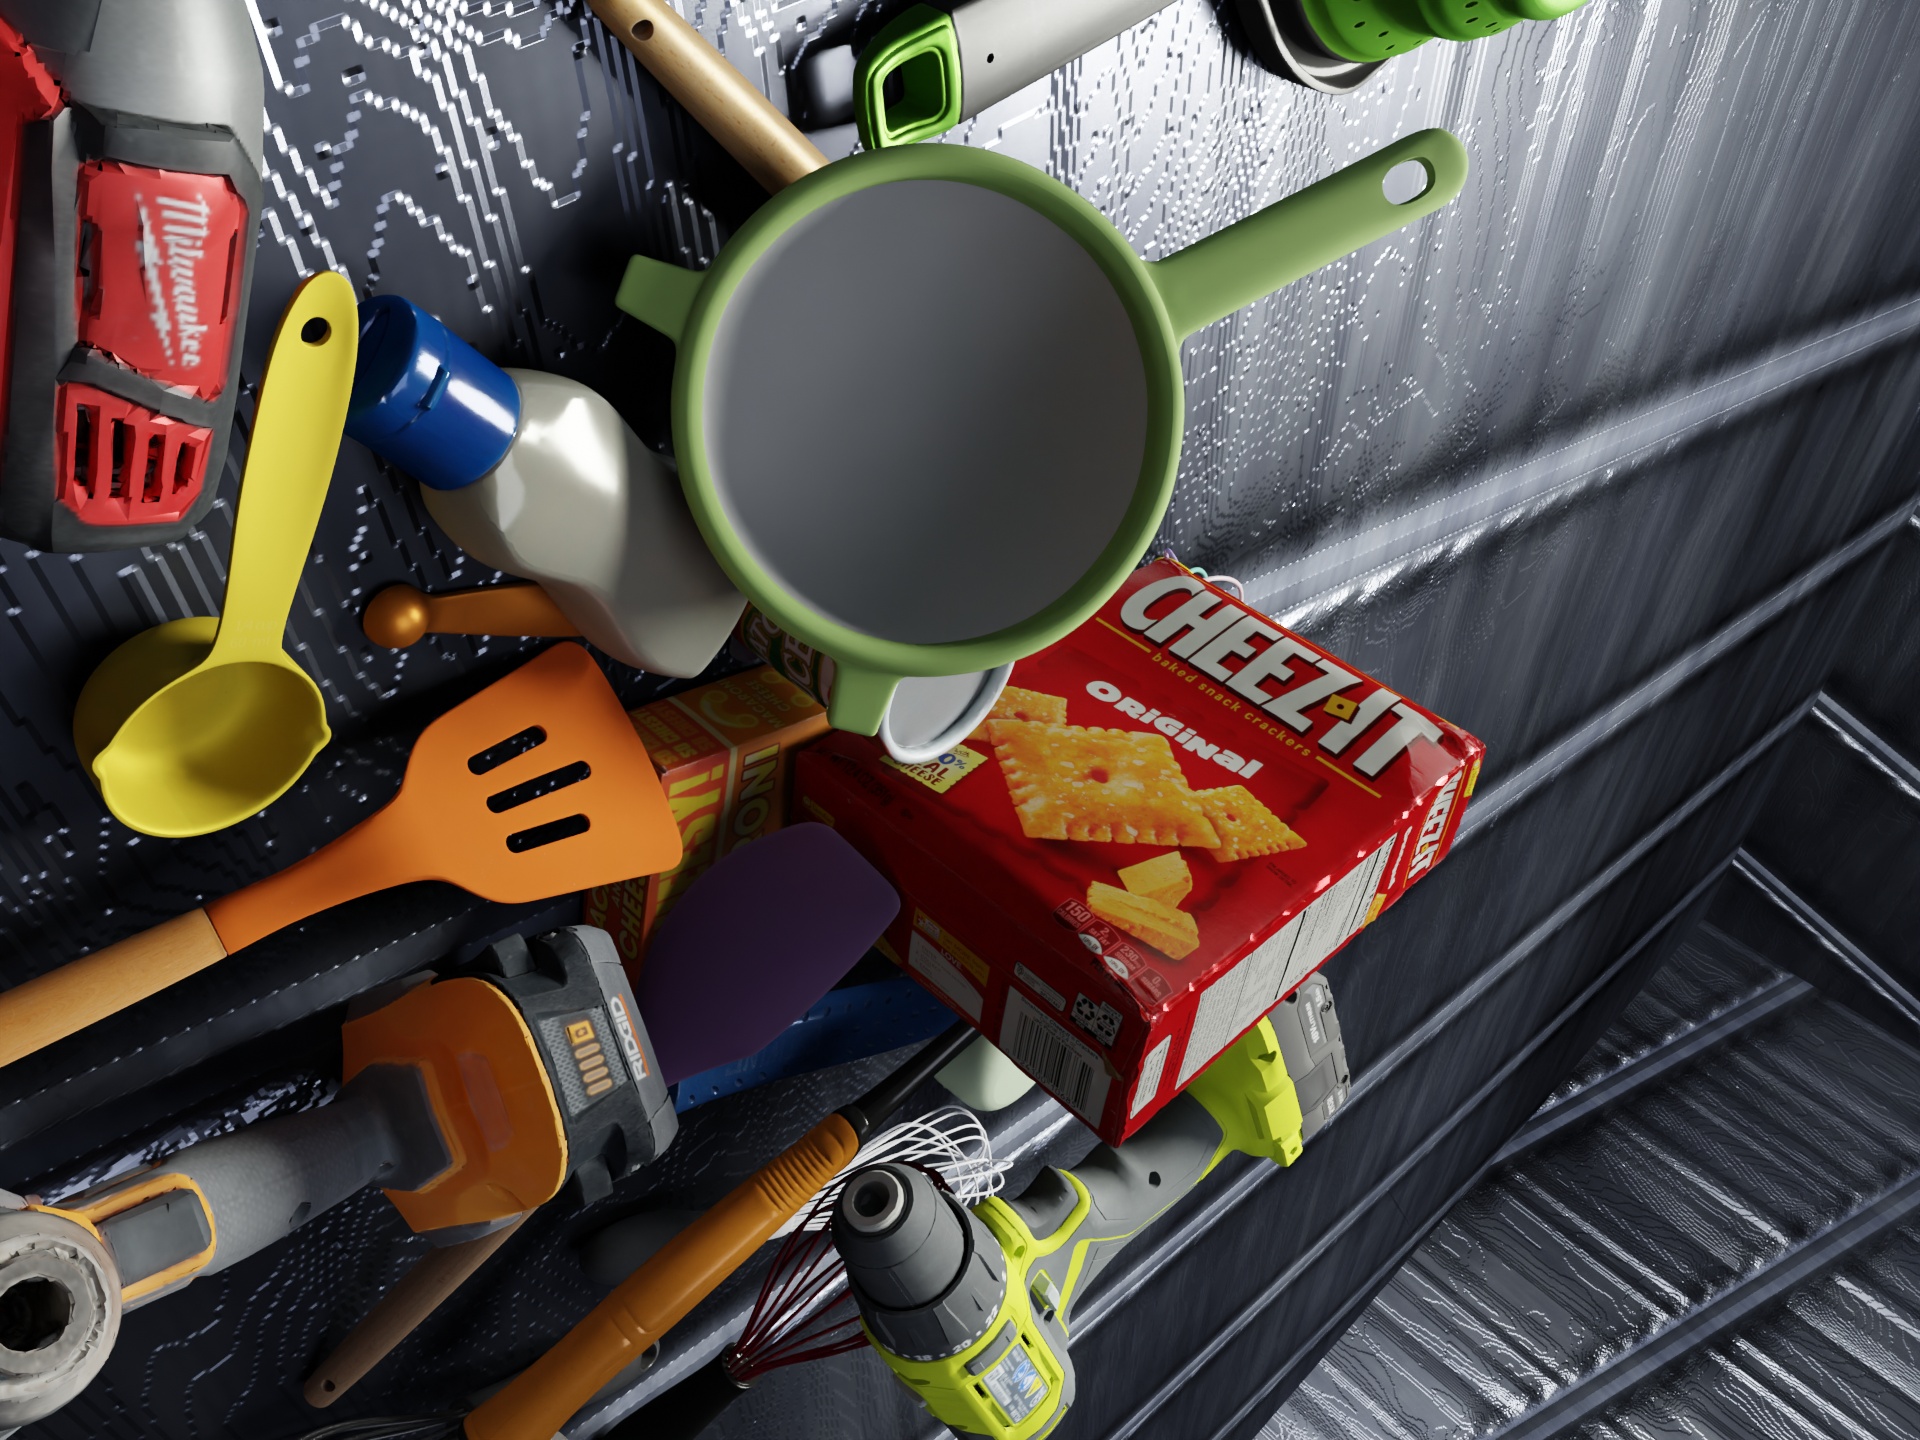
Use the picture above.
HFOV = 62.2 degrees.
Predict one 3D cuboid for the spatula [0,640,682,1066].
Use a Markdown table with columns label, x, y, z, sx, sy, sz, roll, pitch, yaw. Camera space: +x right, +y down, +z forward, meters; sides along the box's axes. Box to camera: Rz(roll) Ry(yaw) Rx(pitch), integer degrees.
| label | x | y | z | sx | sy | sz | roll | pitch | yaw |
| --- | --- | --- | --- | --- | --- | --- | --- | --- | --- |
| spatula | -0.224 | 0.069 | 0.427 | 0.322 | 0.081 | 0.041 | -27 | -179 | -26 |

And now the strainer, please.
| label | x | y | z | sx | sy | sz | roll | pitch | yaw |
| --- | --- | --- | --- | --- | --- | --- | --- | --- | --- |
| strainer | 0.033 | -0.117 | 0.490 | 0.256 | 0.069 | 0.151 | -28 | 106 | -7 |

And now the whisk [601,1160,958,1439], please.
| label | x | y | z | sx | sy | sz | roll | pitch | yaw |
| --- | --- | --- | --- | --- | --- | --- | --- | --- | --- |
| whisk | -0.094 | 0.299 | 0.761 | 0.295 | 0.073 | 0.073 | -46 | 155 | 27 |

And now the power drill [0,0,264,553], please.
| label | x | y | z | sx | sy | sz | roll | pitch | yaw |
| --- | --- | --- | --- | --- | --- | --- | --- | --- | --- |
| power drill | -0.218 | -0.092 | 0.249 | 0.219 | 0.079 | 0.143 | -15 | 133 | -51 |

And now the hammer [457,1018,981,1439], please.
| label | x | y | z | sx | sy | sz | roll | pitch | yaw |
| --- | --- | --- | --- | --- | --- | --- | --- | --- | --- |
| hammer | -0.069 | 0.189 | 0.654 | 0.337 | 0.034 | 0.127 | -40 | 163 | -6 |

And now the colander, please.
| label | x | y | z | sx | sy | sz | roll | pitch | yaw |
| --- | --- | --- | --- | --- | --- | --- | --- | --- | --- |
| colander | 0.135 | -0.271 | 0.531 | 0.397 | 0.095 | 0.204 | -38 | 146 | -25 |

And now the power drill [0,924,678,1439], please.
| label | x | y | z | sx | sy | sz | roll | pitch | yaw |
| --- | --- | --- | --- | --- | --- | --- | --- | --- | --- |
| power drill | -0.187 | 0.125 | 0.425 | 0.226 | 0.084 | 0.185 | -17 | 174 | -46 |

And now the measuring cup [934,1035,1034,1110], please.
| label | x | y | z | sx | sy | sz | roll | pitch | yaw |
| --- | --- | --- | --- | --- | --- | --- | --- | --- | --- |
| measuring cup | 0.049 | 0.188 | 0.924 | 0.167 | 0.038 | 0.083 | 14 | 109 | -55 |

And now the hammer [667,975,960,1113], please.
| label | x | y | z | sx | sy | sz | roll | pitch | yaw |
| --- | --- | --- | --- | --- | --- | --- | --- | --- | --- |
| hammer | 0.009 | 0.142 | 0.793 | 0.405 | 0.035 | 0.144 | -2 | 94 | -49 |

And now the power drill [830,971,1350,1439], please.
| label | x | y | z | sx | sy | sz | roll | pitch | yaw |
| --- | --- | --- | --- | --- | --- | --- | --- | --- | --- |
| power drill | 0.052 | 0.181 | 0.654 | 0.228 | 0.080 | 0.190 | -41 | 137 | -18 |

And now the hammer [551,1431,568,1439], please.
| label | x | y | z | sx | sy | sz | roll | pitch | yaw |
| --- | --- | --- | --- | --- | --- | --- | --- | --- | --- |
| hammer | -0.298 | 0.362 | 0.631 | 0.130 | 0.031 | 0.331 | -57 | 149 | 3 |

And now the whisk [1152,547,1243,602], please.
| label | x | y | z | sx | sy | sz | roll | pitch | yaw |
| --- | --- | --- | --- | --- | --- | --- | --- | --- | --- |
| whisk | 0.127 | -0.012 | 0.827 | 0.244 | 0.047 | 0.051 | 65 | 43 | -61 |

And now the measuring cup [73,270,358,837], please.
| label | x | y | z | sx | sy | sz | roll | pitch | yaw |
| --- | --- | --- | --- | --- | --- | --- | --- | --- | --- |
| measuring cup | -0.177 | -0.041 | 0.388 | 0.062 | 0.029 | 0.156 | -9 | 131 | -52 |

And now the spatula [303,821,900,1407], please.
| label | x | y | z | sx | sy | sz | roll | pitch | yaw |
| --- | --- | --- | --- | --- | --- | --- | --- | --- | --- |
| spatula | -0.143 | 0.151 | 0.575 | 0.316 | 0.060 | 0.018 | -46 | -177 | 15 |

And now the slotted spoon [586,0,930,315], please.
| label | x | y | z | sx | sy | sz | roll | pitch | yaw |
| --- | --- | --- | --- | --- | --- | --- | --- | --- | --- |
| slotted spoon | -0.013 | -0.142 | 0.522 | 0.070 | 0.031 | 0.313 | -35 | 150 | 16 |

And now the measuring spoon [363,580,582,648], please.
| label | x | y | z | sx | sy | sz | roll | pitch | yaw |
| --- | --- | --- | --- | --- | --- | --- | --- | --- | --- |
| measuring spoon | -0.128 | -0.032 | 0.489 | 0.117 | 0.011 | 0.021 | -8 | 127 | -51 |

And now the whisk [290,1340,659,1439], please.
| label | x | y | z | sx | sy | sz | roll | pitch | yaw |
| --- | --- | --- | --- | --- | --- | --- | --- | --- | --- |
| whisk | -0.211 | 0.305 | 0.680 | 0.238 | 0.055 | 0.055 | 3 | 118 | -60 |

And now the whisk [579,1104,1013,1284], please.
| label | x | y | z | sx | sy | sz | roll | pitch | yaw |
| --- | --- | --- | --- | --- | --- | --- | --- | --- | --- |
| whisk | -0.074 | 0.243 | 0.803 | 0.284 | 0.070 | 0.070 | 5 | 116 | -50 |
